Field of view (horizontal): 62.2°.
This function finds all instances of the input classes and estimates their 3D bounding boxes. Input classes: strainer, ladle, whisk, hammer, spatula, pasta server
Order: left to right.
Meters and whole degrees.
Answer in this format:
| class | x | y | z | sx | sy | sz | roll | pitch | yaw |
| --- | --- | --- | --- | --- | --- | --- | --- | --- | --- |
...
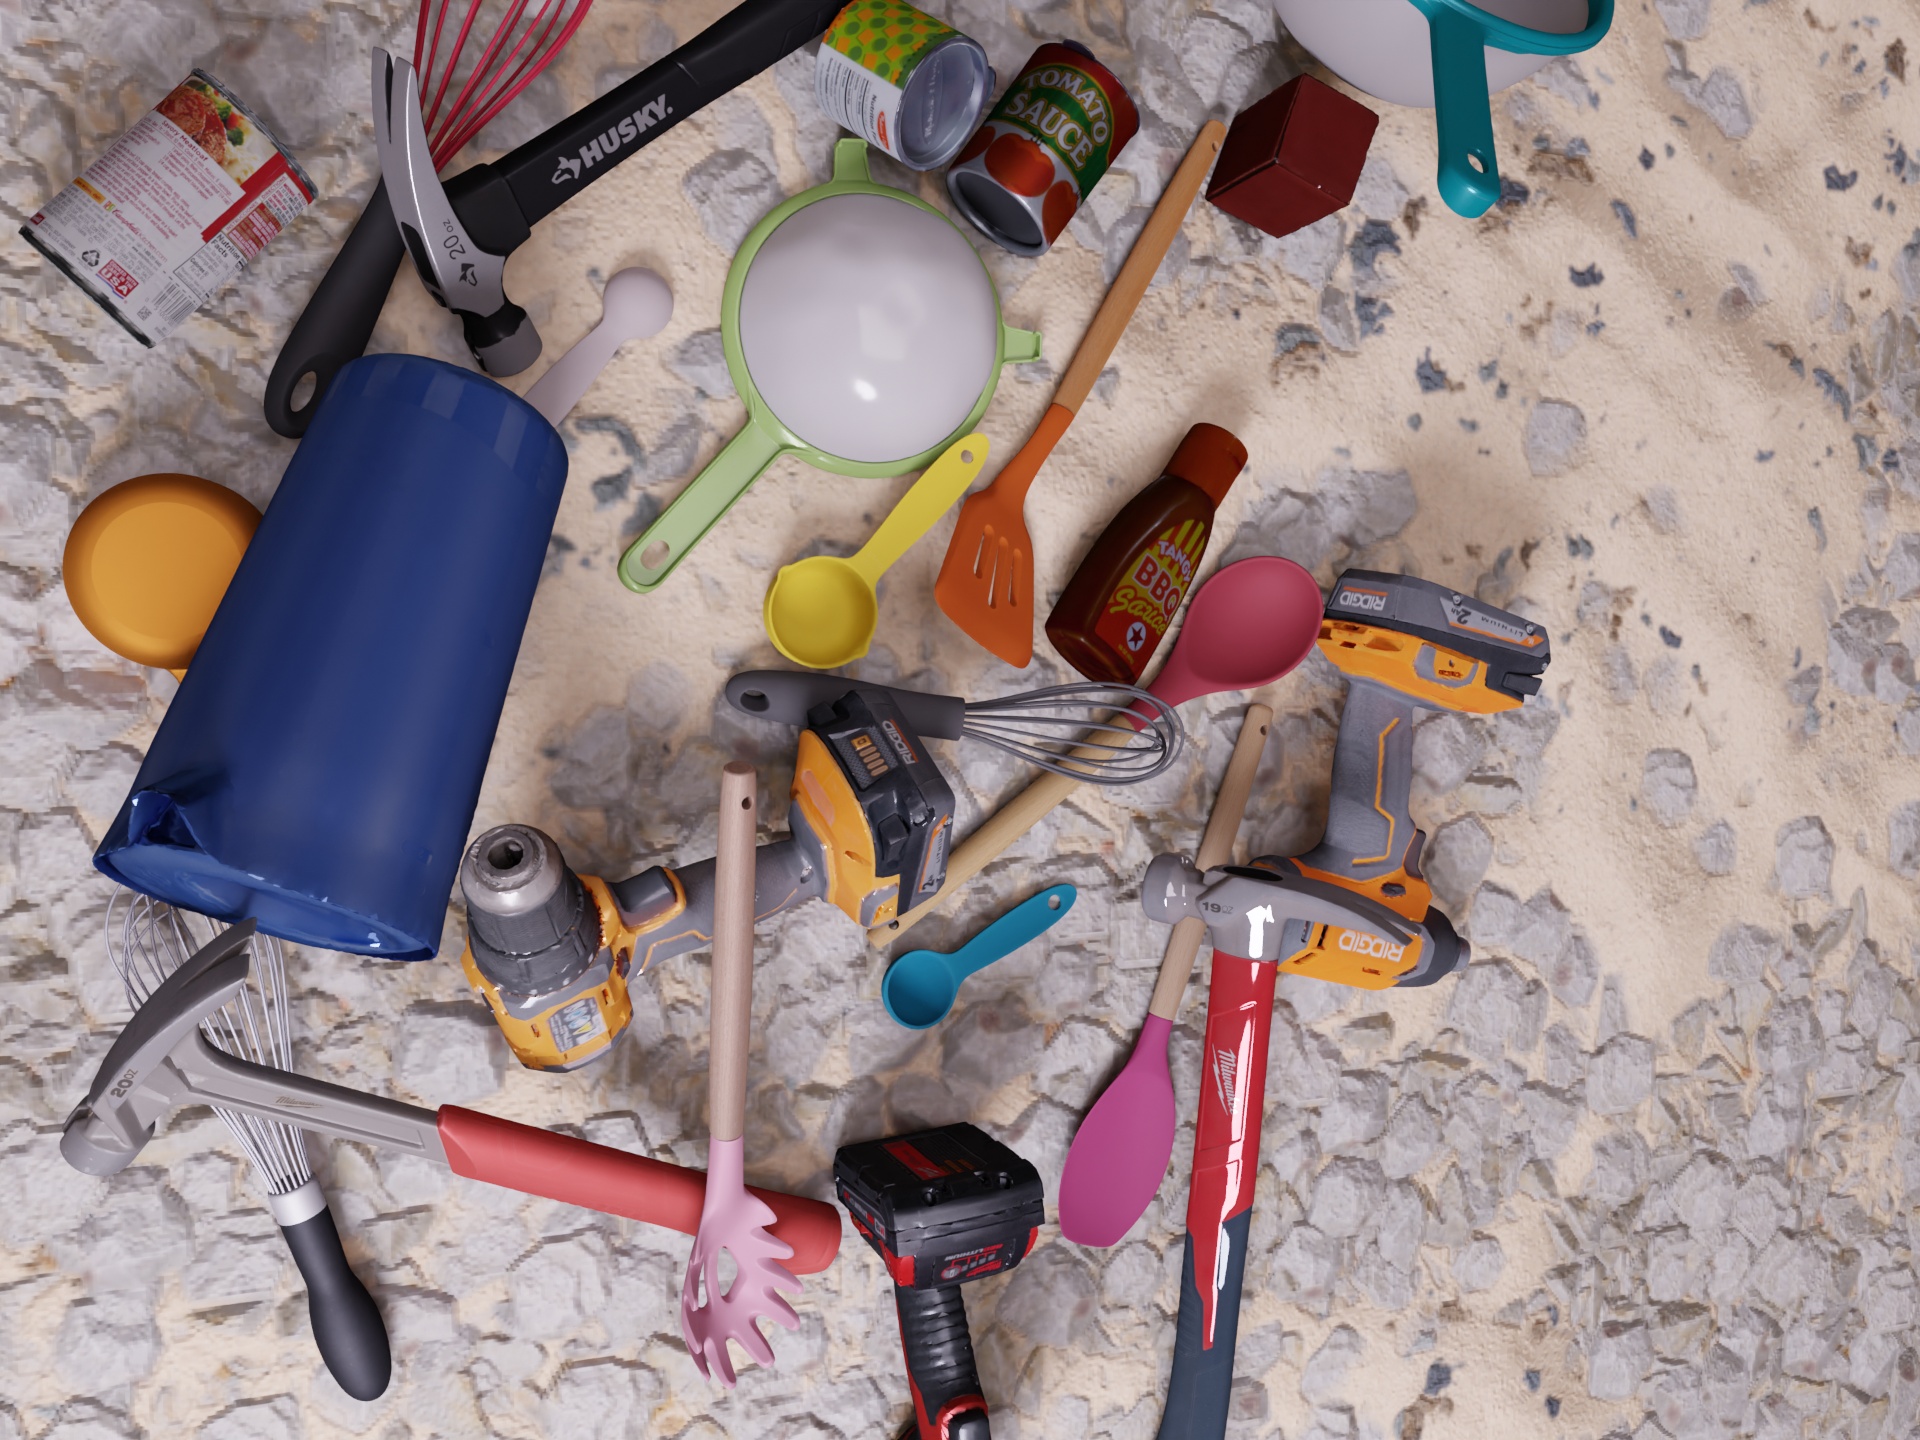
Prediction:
| class | x | y | z | sx | sy | sz | roll | pitch | yaw |
| --- | --- | --- | --- | --- | --- | --- | --- | --- | --- |
| whisk | -0.314 | 0.190 | 0.729 | 0.070 | 0.070 | 0.284 | -19 | 105 | -17 |
| whisk | -0.243 | -0.262 | 0.723 | 0.073 | 0.073 | 0.296 | 26 | 90 | -19 |
| hammer | -0.193 | 0.193 | 0.718 | 0.358 | 0.037 | 0.149 | 28 | 122 | -35 |
| hammer | -0.122 | -0.312 | 0.747 | 0.335 | 0.035 | 0.146 | -42 | 142 | -18 |
| pasta server | -0.098 | 0.163 | 0.701 | 0.060 | 0.040 | 0.316 | -17 | 123 | -39 |
| strainer | -0.073 | -0.159 | 0.781 | 0.151 | 0.069 | 0.256 | 45 | 78 | -17 |
| whisk | -0.001 | -0.003 | 0.818 | 0.239 | 0.055 | 0.055 | 7 | 91 | -9 |
| ladle | 0.073 | 0.019 | 0.867 | 0.315 | 0.031 | 0.069 | -39 | 87 | -11 |
| spatula | 0.072 | -0.184 | 0.846 | 0.081 | 0.041 | 0.322 | 35 | 79 | -42 |
| hammer | 0.154 | 0.270 | 0.858 | 0.038 | 0.143 | 0.386 | -15 | 112 | -58 |
| strainer | 0.225 | -0.346 | 0.809 | 0.211 | 0.095 | 0.341 | 19 | 54 | -17 |

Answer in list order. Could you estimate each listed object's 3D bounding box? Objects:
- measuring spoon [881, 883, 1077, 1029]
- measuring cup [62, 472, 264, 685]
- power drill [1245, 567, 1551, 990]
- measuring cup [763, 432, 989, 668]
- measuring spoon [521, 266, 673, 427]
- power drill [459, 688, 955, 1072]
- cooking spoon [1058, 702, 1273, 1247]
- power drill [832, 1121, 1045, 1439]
| class | x | y | z | sx | sy | sz | roll | pitch | yaw |
| --- | --- | --- | --- | --- | --- | --- | --- | --- | --- |
| measuring spoon | 0.009 | 0.122 | 0.860 | 0.128 | 0.021 | 0.042 | -29 | 102 | -25 |
| measuring cup | -0.340 | -0.024 | 0.703 | 0.095 | 0.052 | 0.173 | -9 | 95 | -19 |
| power drill | 0.252 | 0.043 | 0.904 | 0.164 | 0.084 | 0.226 | 16 | 92 | -29 |
| measuring cup | -0.041 | -0.091 | 0.821 | 0.062 | 0.029 | 0.156 | 45 | 76 | -17 |
| measuring spoon | -0.184 | -0.170 | 0.768 | 0.034 | 0.018 | 0.124 | 42 | 81 | -17 |
| power drill | -0.117 | 0.067 | 0.727 | 0.226 | 0.185 | 0.084 | -25 | 64 | -18 |
| cooking spoon | 0.121 | 0.142 | 0.897 | 0.068 | 0.017 | 0.319 | 20 | 87 | -28 |
| power drill | 0.004 | 0.330 | 0.782 | 0.080 | 0.188 | 0.227 | -6 | 92 | -20 |
